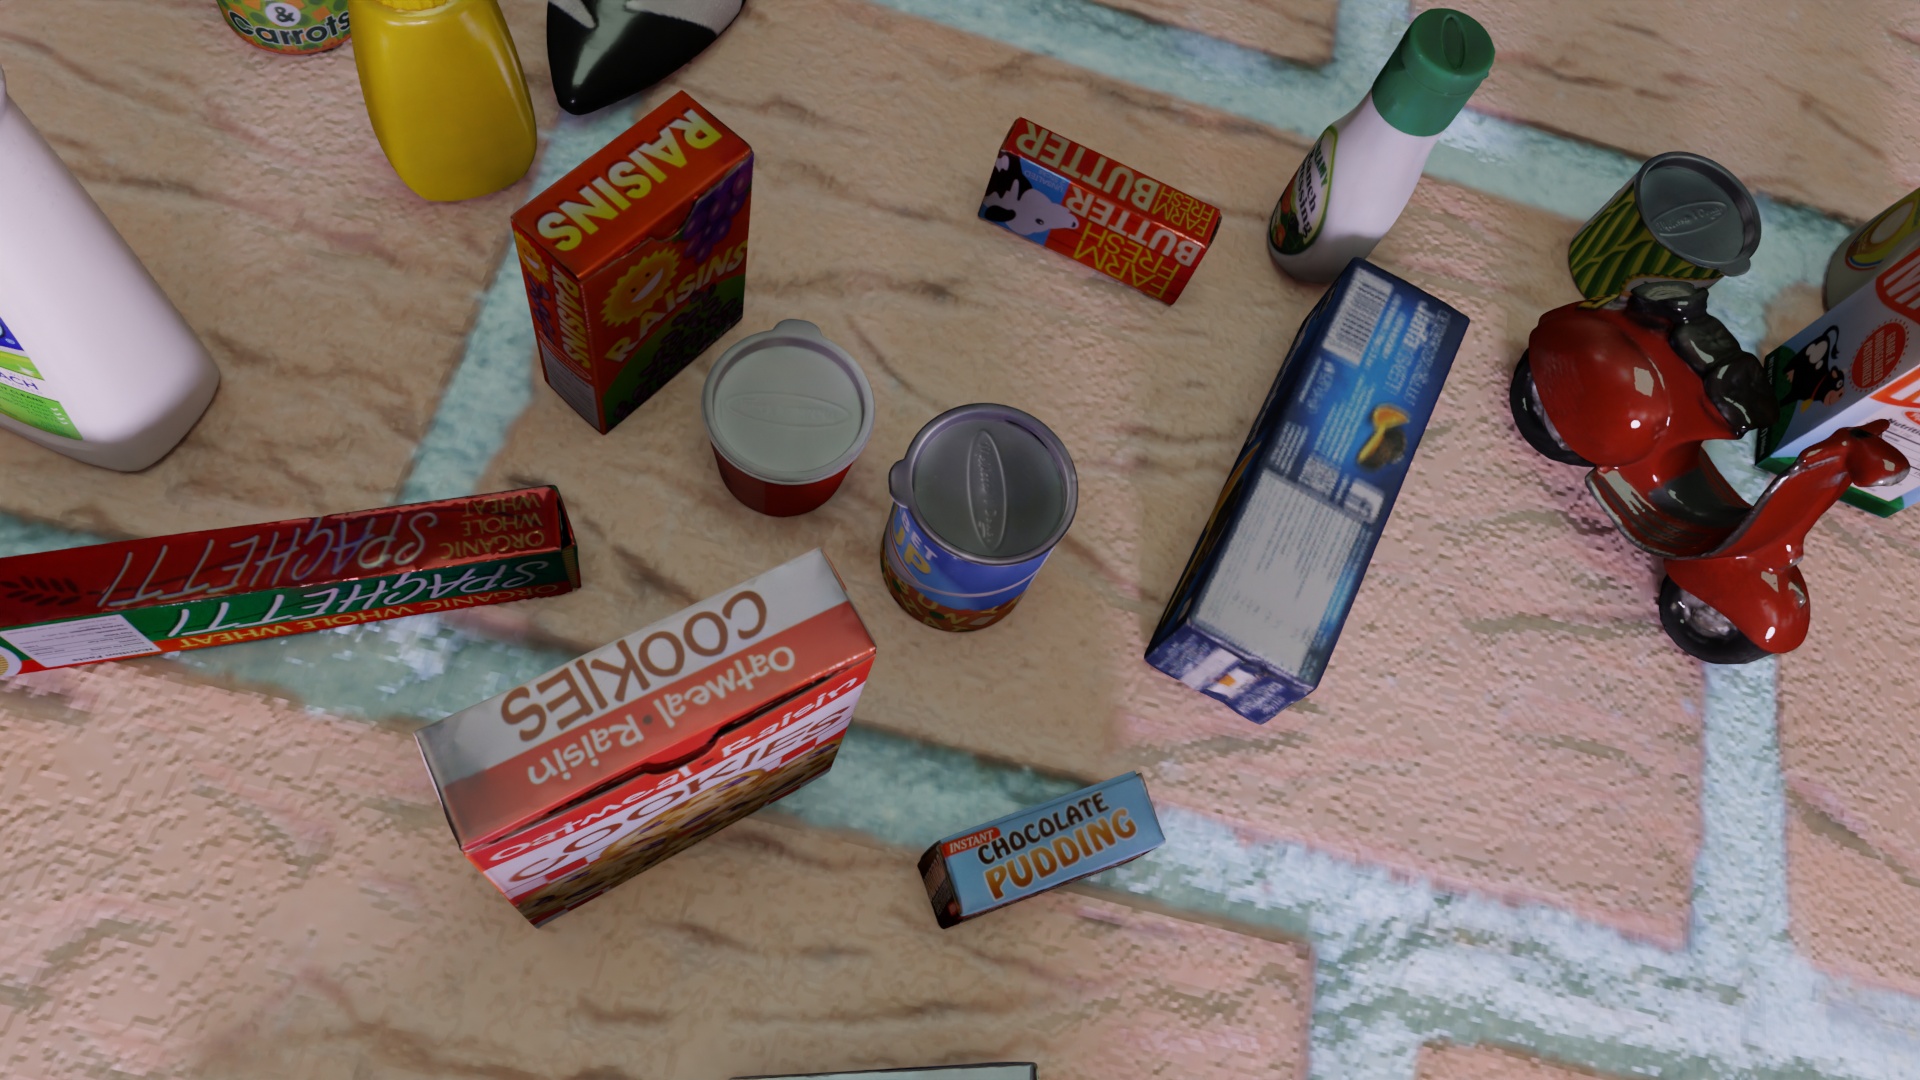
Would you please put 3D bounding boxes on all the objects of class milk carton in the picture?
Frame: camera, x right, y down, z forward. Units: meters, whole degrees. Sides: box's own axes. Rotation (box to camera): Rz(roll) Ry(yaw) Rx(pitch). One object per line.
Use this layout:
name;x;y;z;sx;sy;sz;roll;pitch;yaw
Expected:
milk carton;0.448;-0.088;0.609;0.073;0.189;0.072;22;66;-1

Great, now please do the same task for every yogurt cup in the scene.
yogurt cup;-0.071;-0.044;0.567;0.072;0.053;0.072;4;67;-9

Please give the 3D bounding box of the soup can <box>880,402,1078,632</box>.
soup can;0.002;-0.007;0.549;0.071;0.083;0.071;4;68;-9

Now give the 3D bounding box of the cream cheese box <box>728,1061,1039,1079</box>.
cream cheese box;-0.029;0.194;0.477;0.104;0.053;0.024;1;68;-10

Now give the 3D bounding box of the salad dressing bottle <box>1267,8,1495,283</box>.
salad dressing bottle;0.183;-0.171;0.617;0.044;0.147;0.064;9;67;-7

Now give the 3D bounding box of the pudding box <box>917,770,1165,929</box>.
pudding box;0.030;0.116;0.522;0.084;0.049;0.030;-16;72;-16

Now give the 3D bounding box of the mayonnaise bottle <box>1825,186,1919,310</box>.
mayonnaise bottle;0.489;-0.161;0.671;0.041;0.147;0.065;30;66;2

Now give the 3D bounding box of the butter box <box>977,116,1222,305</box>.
butter box;0.063;-0.150;0.637;0.103;0.053;0.024;25;66;0

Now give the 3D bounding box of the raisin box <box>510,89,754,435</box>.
raisin box;-0.125;-0.104;0.544;0.040;0.123;0.086;42;67;7

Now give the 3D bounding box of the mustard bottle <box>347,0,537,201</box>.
mustard bottle;-0.207;-0.198;0.547;0.065;0.159;0.049;-20;73;-18

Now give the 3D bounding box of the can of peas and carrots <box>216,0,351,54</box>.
can of peas and carrots;-0.298;-0.256;0.609;0.071;0.058;0.071;4;67;-9

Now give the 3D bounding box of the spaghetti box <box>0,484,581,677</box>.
spaghetti box;-0.268;0.018;0.506;0.250;0.050;0.029;-9;70;-14

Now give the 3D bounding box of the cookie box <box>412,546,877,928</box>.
cookie box;-0.097;0.071;0.452;0.123;0.166;0.040;-26;75;-19

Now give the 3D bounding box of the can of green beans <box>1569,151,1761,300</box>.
can of green beans;0.347;-0.148;0.687;0.071;0.057;0.071;4;67;-9
